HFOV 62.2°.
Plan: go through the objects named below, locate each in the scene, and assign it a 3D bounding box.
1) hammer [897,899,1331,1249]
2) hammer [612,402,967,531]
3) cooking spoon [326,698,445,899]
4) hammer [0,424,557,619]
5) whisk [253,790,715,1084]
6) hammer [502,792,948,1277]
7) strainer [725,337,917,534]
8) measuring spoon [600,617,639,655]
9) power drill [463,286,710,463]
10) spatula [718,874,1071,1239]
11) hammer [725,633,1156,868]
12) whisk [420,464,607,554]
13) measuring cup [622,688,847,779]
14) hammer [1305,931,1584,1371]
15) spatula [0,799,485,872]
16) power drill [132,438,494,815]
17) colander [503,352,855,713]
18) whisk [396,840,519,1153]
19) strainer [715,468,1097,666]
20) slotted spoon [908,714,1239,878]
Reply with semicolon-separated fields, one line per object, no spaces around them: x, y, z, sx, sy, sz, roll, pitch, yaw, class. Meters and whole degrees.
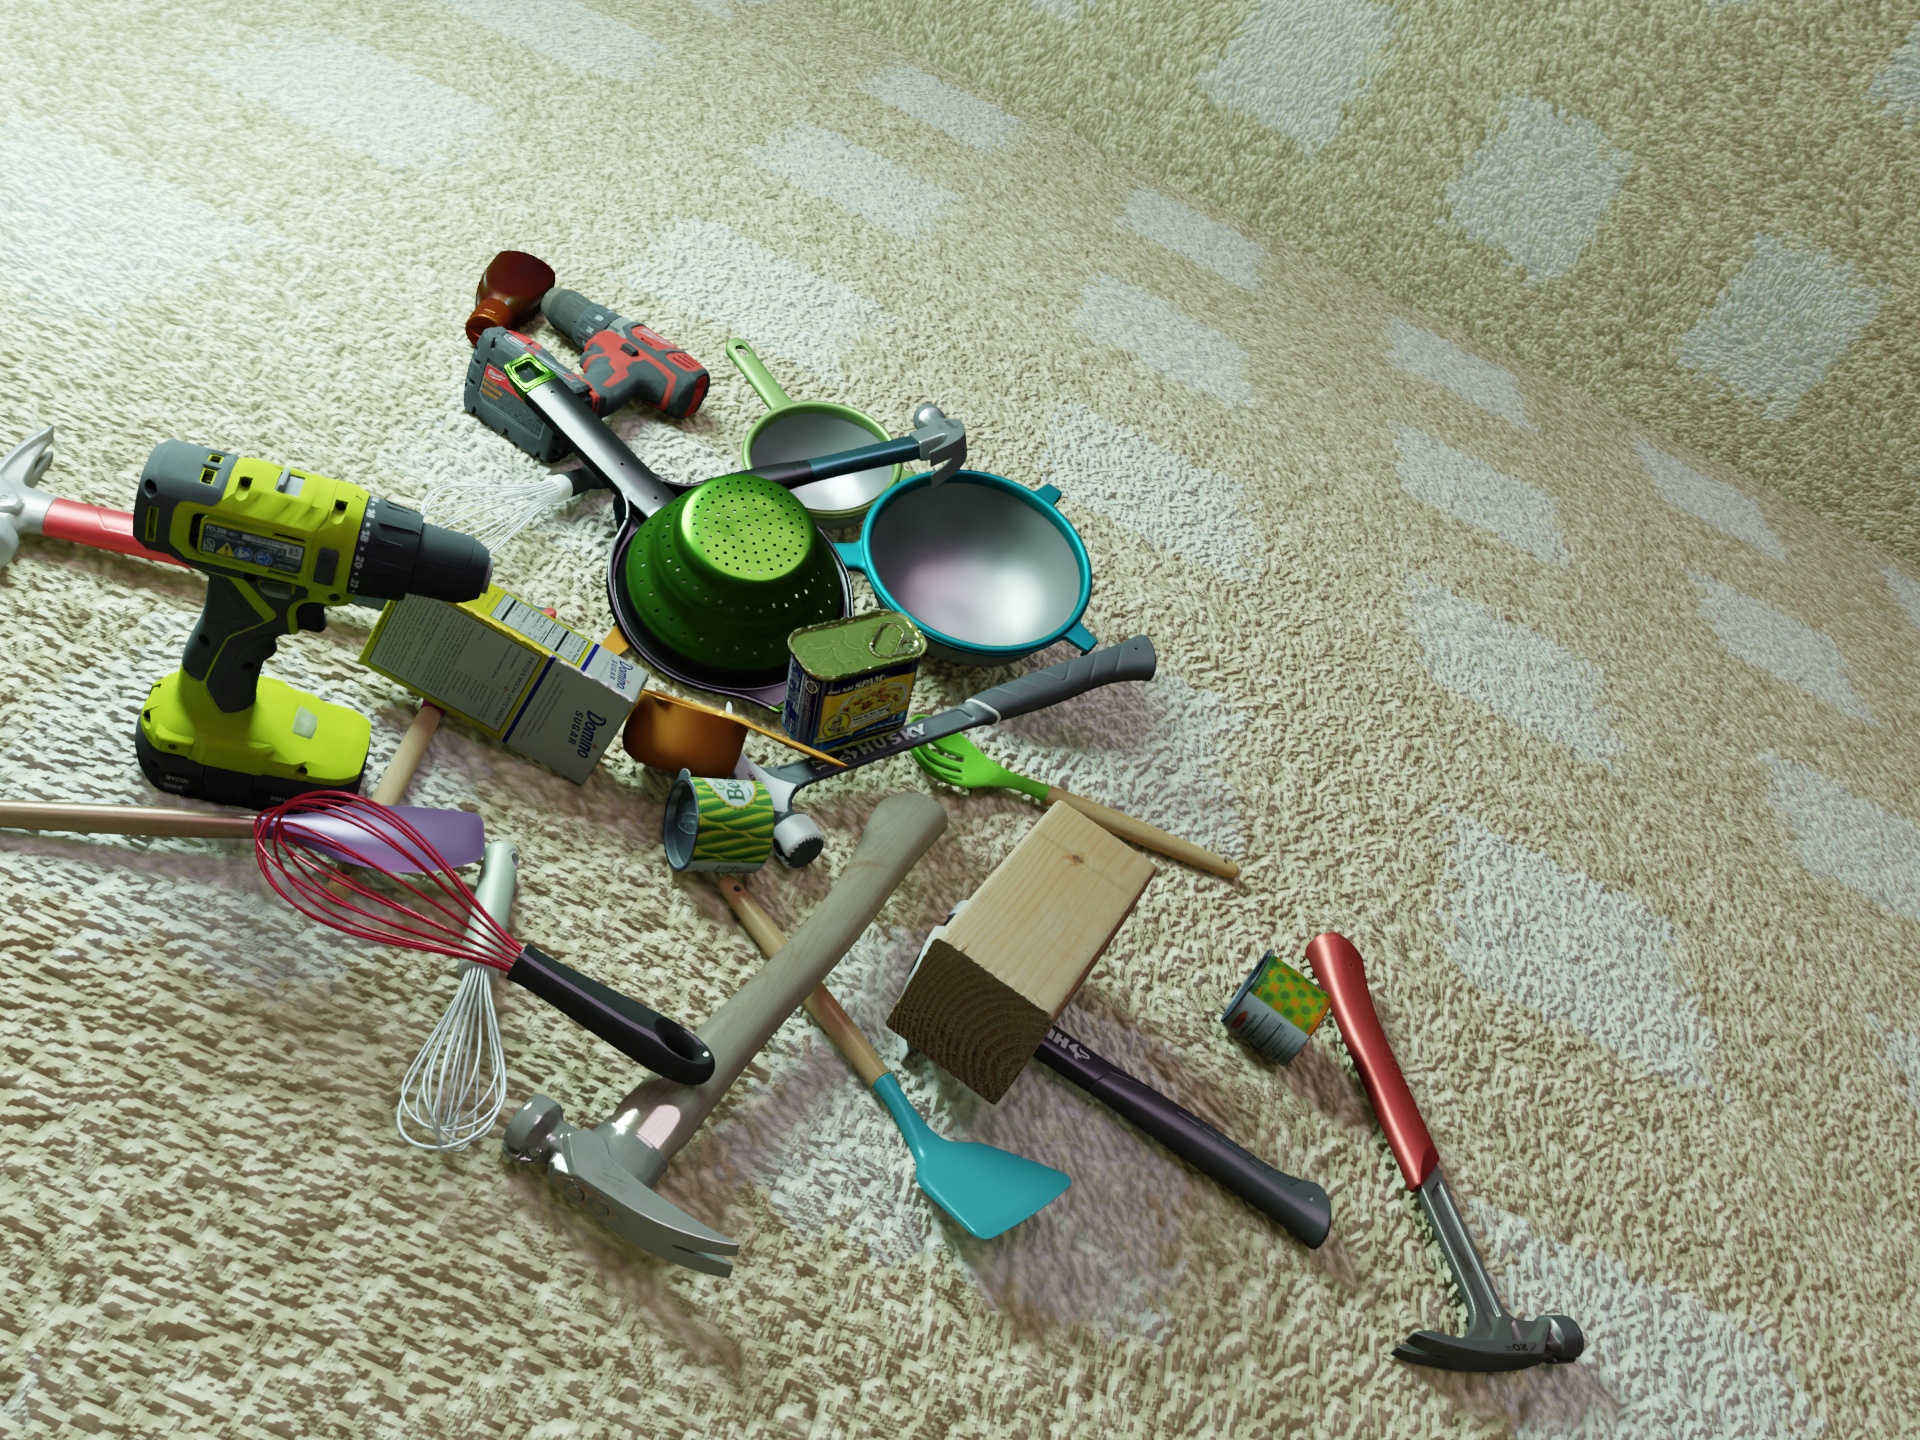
0.106;0.257;1.093;0.335;0.035;0.146;33;34;6;hammer
-0.148;-0.220;1.419;0.331;0.033;0.128;-16;32;-16;hammer
-0.372;0.011;1.092;0.068;0.017;0.319;21;35;-12;cooking spoon
-0.486;-0.118;1.145;0.386;0.038;0.143;13;36;-16;hammer
-0.269;0.127;0.906;0.296;0.073;0.073;31;35;-3;whisk
-0.103;0.170;1.017;0.146;0.038;0.411;28;38;12;hammer
-0.161;-0.266;1.531;0.151;0.069;0.257;-23;61;-25;strainer
-0.272;-0.061;1.262;0.021;0.011;0.117;37;31;-6;measuring spoon
-0.364;-0.335;1.491;0.188;0.080;0.227;35;32;9;power drill
-0.062;0.207;1.033;0.082;0.044;0.318;-19;55;-41;spatula
-0.002;-0.004;1.279;0.409;0.036;0.149;-19;53;-31;hammer
-0.355;-0.185;1.326;0.070;0.070;0.284;35;31;9;whisk
-0.164;0.025;1.140;0.174;0.052;0.095;20;1;20;measuring cup
0.323;0.304;1.180;0.149;0.036;0.359;11;39;-23;hammer
-0.448;0.064;0.953;0.315;0.018;0.060;6;38;-22;spatula
-0.399;-0.049;0.964;0.190;0.228;0.080;14;37;-20;power drill
-0.233;-0.185;1.289;0.397;0.094;0.204;45;57;11;colander
-0.288;0.155;0.944;0.059;0.057;0.247;-7;36;-3;whisk
-0.055;-0.120;1.420;0.340;0.095;0.211;0;56;-15;strainer
0.094;0.072;1.327;0.313;0.031;0.070;23;35;-11;slotted spoon
